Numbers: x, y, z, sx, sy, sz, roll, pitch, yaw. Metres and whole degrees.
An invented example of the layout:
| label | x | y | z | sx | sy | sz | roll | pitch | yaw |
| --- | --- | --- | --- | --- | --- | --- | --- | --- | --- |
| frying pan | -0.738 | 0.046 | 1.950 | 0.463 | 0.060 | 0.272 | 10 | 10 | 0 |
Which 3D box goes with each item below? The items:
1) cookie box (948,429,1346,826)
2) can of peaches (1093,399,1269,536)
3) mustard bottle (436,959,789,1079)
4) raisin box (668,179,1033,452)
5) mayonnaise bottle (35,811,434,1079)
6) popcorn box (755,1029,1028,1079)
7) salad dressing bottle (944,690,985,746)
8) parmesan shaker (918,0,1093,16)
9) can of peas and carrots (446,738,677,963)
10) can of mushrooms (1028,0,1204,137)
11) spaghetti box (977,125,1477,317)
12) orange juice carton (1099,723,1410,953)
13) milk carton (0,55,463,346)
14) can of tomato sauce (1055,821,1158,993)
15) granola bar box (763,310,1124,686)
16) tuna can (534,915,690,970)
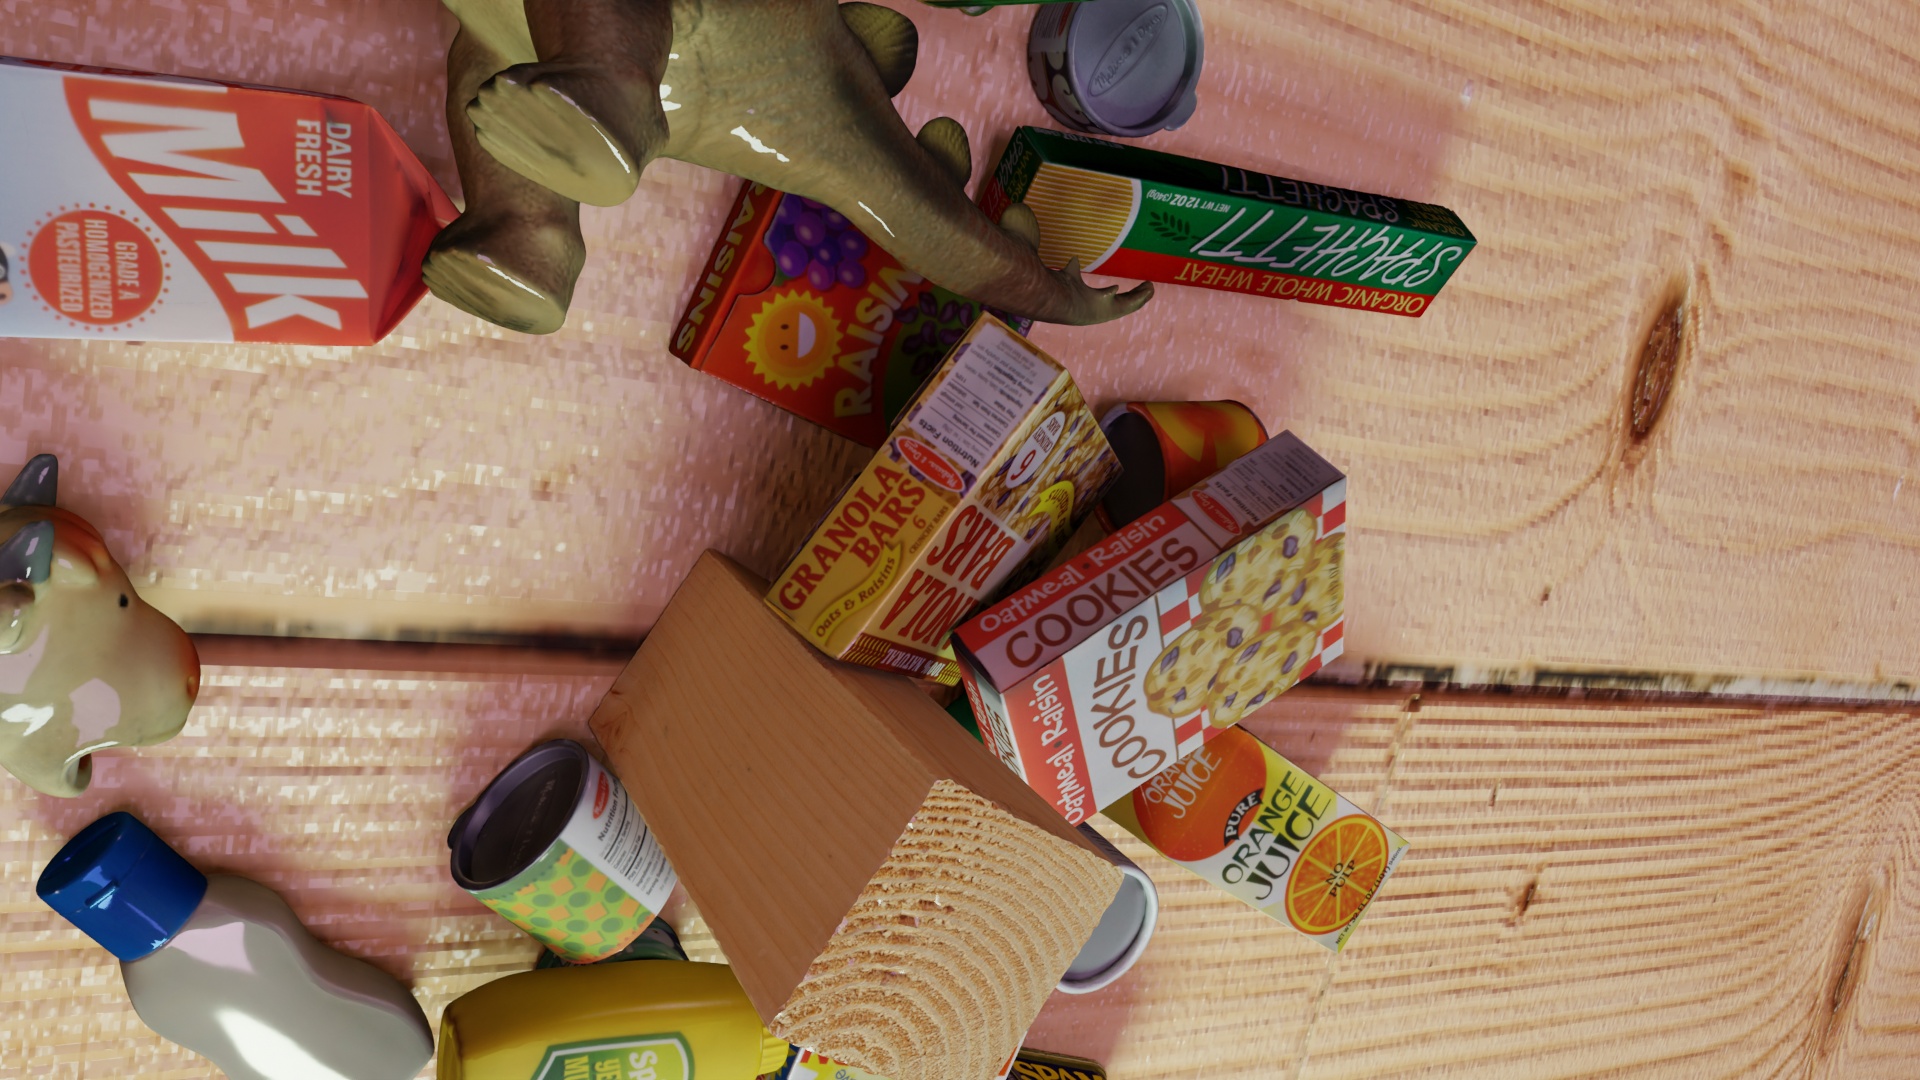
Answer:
| label | x | y | z | sx | sy | sz | roll | pitch | yaw |
| --- | --- | --- | --- | --- | --- | --- | --- | --- | --- |
| cookie box | 0.085 | 0.043 | 0.587 | 0.168 | 0.040 | 0.122 | -30 | 140 | -13 |
| can of peaches | 0.099 | -0.029 | 0.623 | 0.058 | 0.071 | 0.071 | -3 | 109 | -28 |
| mustard bottle | -0.120 | 0.198 | 0.550 | 0.160 | 0.049 | 0.065 | -1 | 110 | -30 |
| raisin box | -0.039 | -0.084 | 0.544 | 0.123 | 0.040 | 0.086 | 23 | 96 | -33 |
| mayonnaise bottle | -0.261 | 0.158 | 0.503 | 0.065 | 0.041 | 0.147 | -40 | 121 | -14 |
| popcorn box | -0.030 | 0.234 | 0.663 | 0.127 | 0.038 | 0.085 | 19 | 98 | -33 |
| salad dressing bottle | -0.036 | 0.125 | 0.617 | 0.148 | 0.044 | 0.064 | -41 | 109 | -14 |
| parmesan shaker | 0.020 | -0.221 | 0.490 | 0.071 | 0.103 | 0.071 | -11 | 113 | -27 |
| can of peas and carrots | -0.153 | 0.121 | 0.538 | 0.071 | 0.071 | 0.058 | -44 | 124 | -9 |
| can of mushrooms | 0.064 | -0.197 | 0.566 | 0.071 | 0.033 | 0.070 | -10 | 112 | -27 |
| spaghetti box | 0.125 | -0.136 | 0.614 | 0.250 | 0.029 | 0.050 | 1 | 138 | -30 |
| orange juice carton | 0.135 | 0.132 | 0.700 | 0.192 | 0.073 | 0.072 | 34 | 89 | -34 |
| milk carton | -0.234 | -0.099 | 0.407 | 0.191 | 0.072 | 0.073 | -2 | 108 | -29 |
| can of tomato sauce | 0.041 | 0.163 | 0.651 | 0.071 | 0.083 | 0.071 | -10 | 112 | -27 |
| granola bar box | 0.002 | -0.007 | 0.535 | 0.124 | 0.039 | 0.165 | -52 | 164 | 1 |
| tuna can | -0.145 | 0.190 | 0.585 | 0.071 | 0.033 | 0.070 | -11 | 113 | -27 |
